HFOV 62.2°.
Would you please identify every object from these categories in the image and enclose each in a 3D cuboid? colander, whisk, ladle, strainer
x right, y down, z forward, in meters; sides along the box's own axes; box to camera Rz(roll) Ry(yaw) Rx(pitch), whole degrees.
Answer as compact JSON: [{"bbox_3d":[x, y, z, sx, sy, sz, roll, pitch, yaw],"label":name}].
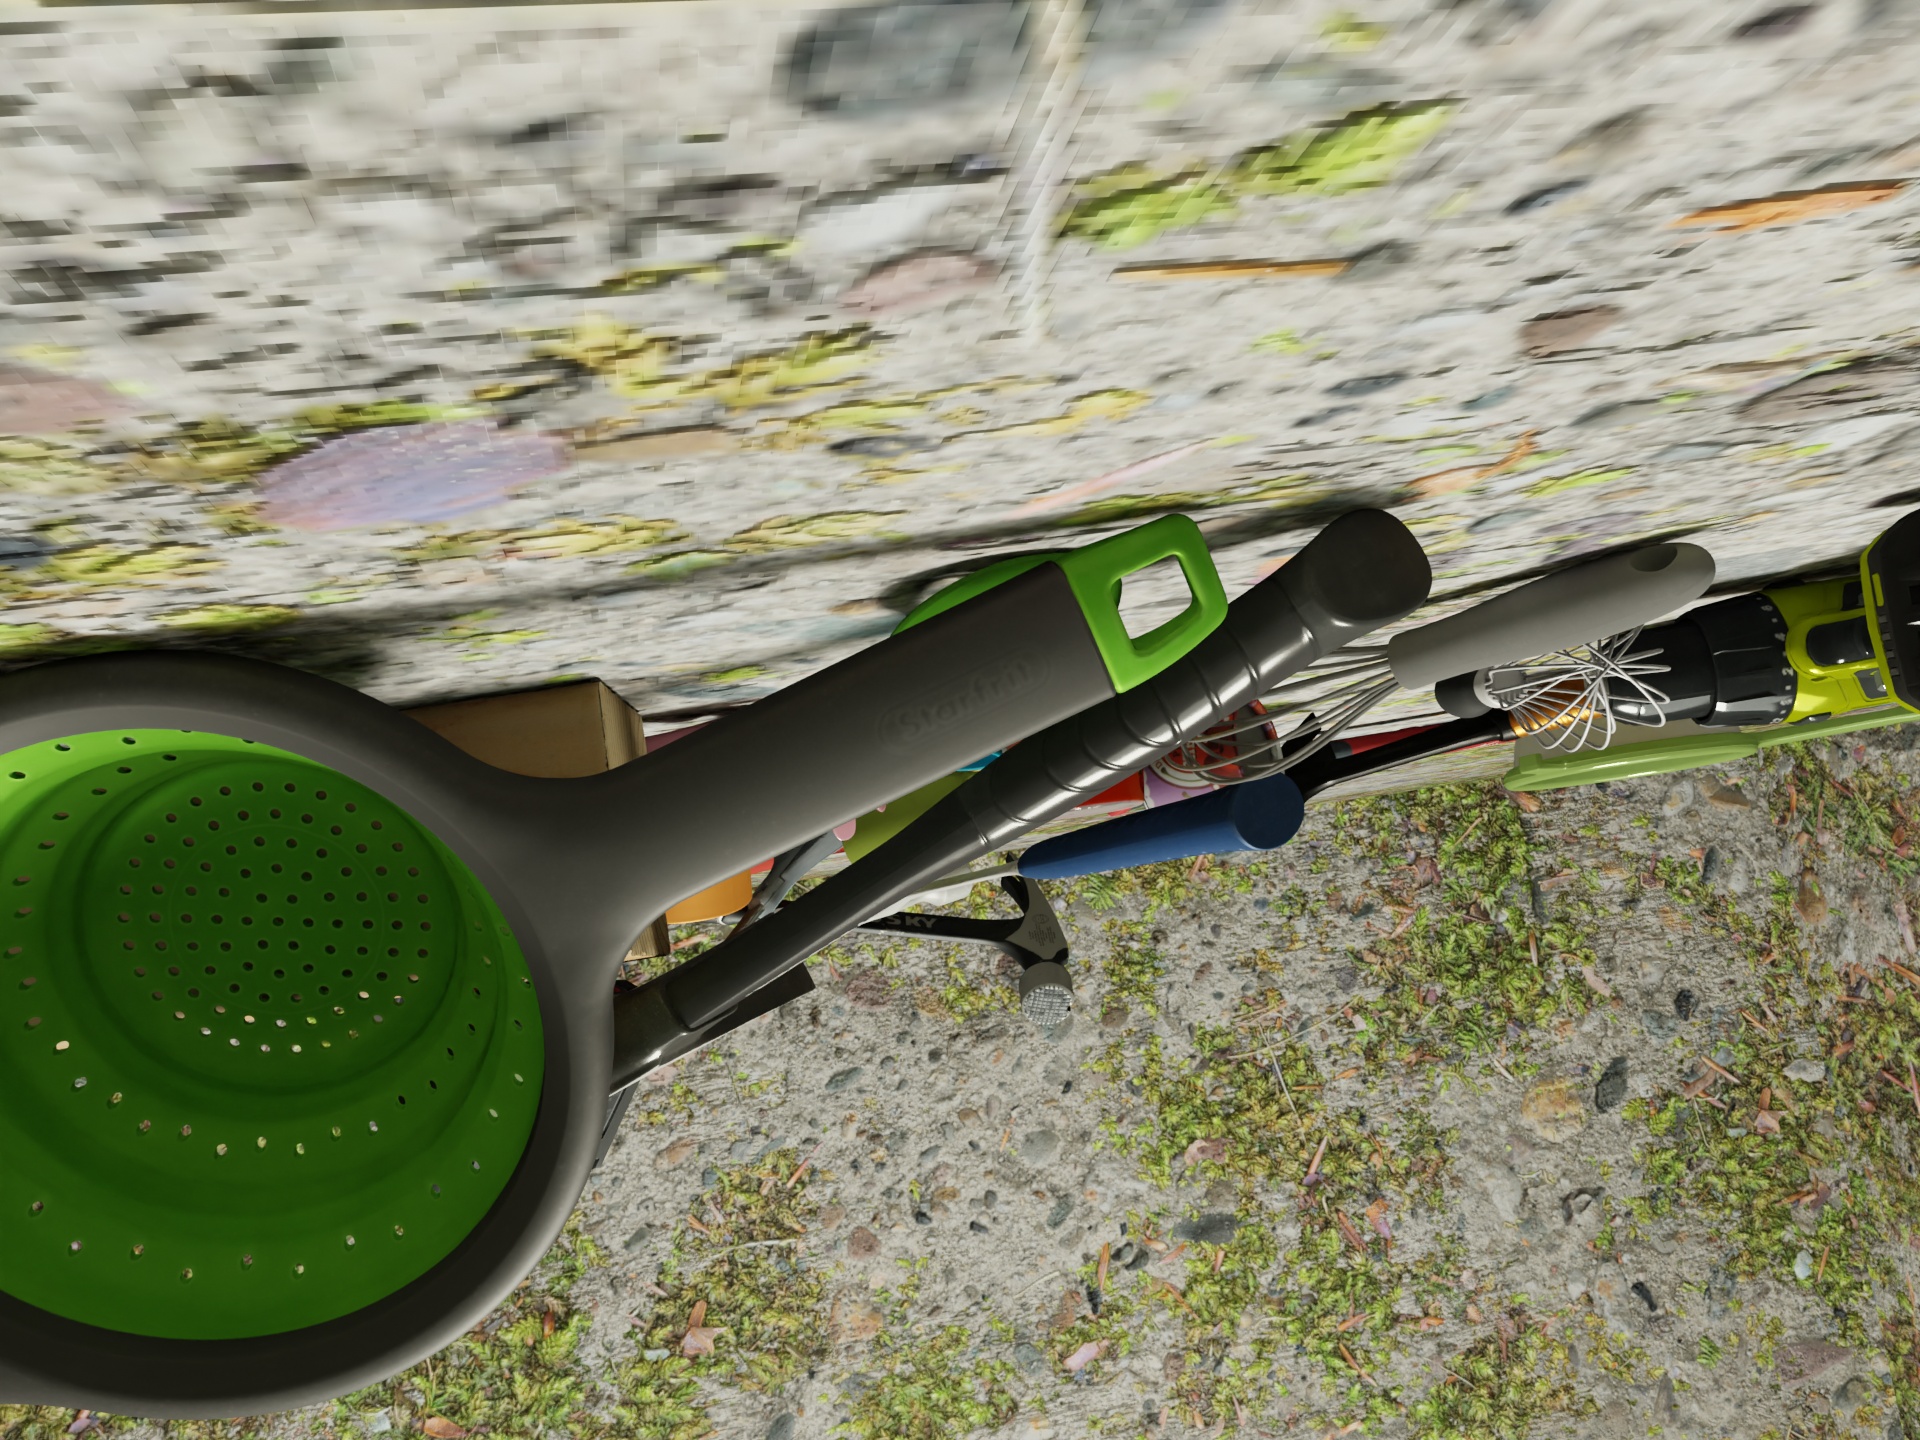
[{"bbox_3d":[-0.121,0.037,0.426,0.397,0.204,0.095,-26,-161,0],"label":"colander"},{"bbox_3d":[0.254,-0.017,0.723,0.070,0.070,0.284,-9,178,6],"label":"whisk"},{"bbox_3d":[0.057,0.045,0.983,0.320,0.062,0.078,-6,170,-43],"label":"ladle"},{"bbox_3d":[0.172,-0.021,0.616,0.055,0.055,0.239,-2,166,-44],"label":"whisk"},{"bbox_3d":[0.466,-0.009,0.992,0.256,0.069,0.151,-11,171,16],"label":"strainer"}]

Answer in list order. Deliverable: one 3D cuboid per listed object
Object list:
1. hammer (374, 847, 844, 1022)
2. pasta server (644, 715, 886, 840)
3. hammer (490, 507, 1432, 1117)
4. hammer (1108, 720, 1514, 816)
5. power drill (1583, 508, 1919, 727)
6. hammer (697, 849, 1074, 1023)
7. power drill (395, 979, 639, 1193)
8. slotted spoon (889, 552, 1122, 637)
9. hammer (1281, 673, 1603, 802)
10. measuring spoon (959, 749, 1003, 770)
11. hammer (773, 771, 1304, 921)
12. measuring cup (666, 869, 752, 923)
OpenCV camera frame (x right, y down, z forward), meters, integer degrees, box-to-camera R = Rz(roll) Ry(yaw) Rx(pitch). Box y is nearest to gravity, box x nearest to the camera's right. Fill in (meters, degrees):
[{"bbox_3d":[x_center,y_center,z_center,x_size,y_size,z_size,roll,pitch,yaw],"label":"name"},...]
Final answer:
[{"bbox_3d":[-0.200,0.105,0.970,0.359,0.036,0.149,-13,-156,-39],"label":"hammer"},{"bbox_3d":[-0.187,0.029,0.599,0.316,0.040,0.060,-6,-144,-5],"label":"pasta server"},{"bbox_3d":[-0.003,0.036,0.499,0.334,0.035,0.146,-34,173,29],"label":"hammer"},{"bbox_3d":[0.299,0.024,1.193,0.386,0.038,0.143,-10,175,7],"label":"hammer"},{"bbox_3d":[0.370,-0.036,0.624,0.190,0.080,0.228,-9,176,3],"label":"power drill"},{"bbox_3d":[-0.131,0.122,1.056,0.409,0.036,0.149,7,-150,-8],"label":"hammer"},{"bbox_3d":[-0.244,0.104,0.653,0.220,0.078,0.143,26,-177,22],"label":"power drill"},{"bbox_3d":[-0.008,-0.009,0.564,0.070,0.031,0.314,-12,176,-12],"label":"slotted spoon"},{"bbox_3d":[0.313,-0.008,0.857,0.337,0.034,0.127,-20,-168,37],"label":"hammer"},{"bbox_3d":[-0.001,-0.002,0.699,0.042,0.021,0.128,-1,164,-1],"label":"measuring spoon"},{"bbox_3d":[0.031,0.081,0.860,0.144,0.035,0.405,-17,177,-31],"label":"hammer"},{"bbox_3d":[-0.198,0.071,0.924,0.174,0.052,0.095,10,-165,32],"label":"measuring cup"}]
